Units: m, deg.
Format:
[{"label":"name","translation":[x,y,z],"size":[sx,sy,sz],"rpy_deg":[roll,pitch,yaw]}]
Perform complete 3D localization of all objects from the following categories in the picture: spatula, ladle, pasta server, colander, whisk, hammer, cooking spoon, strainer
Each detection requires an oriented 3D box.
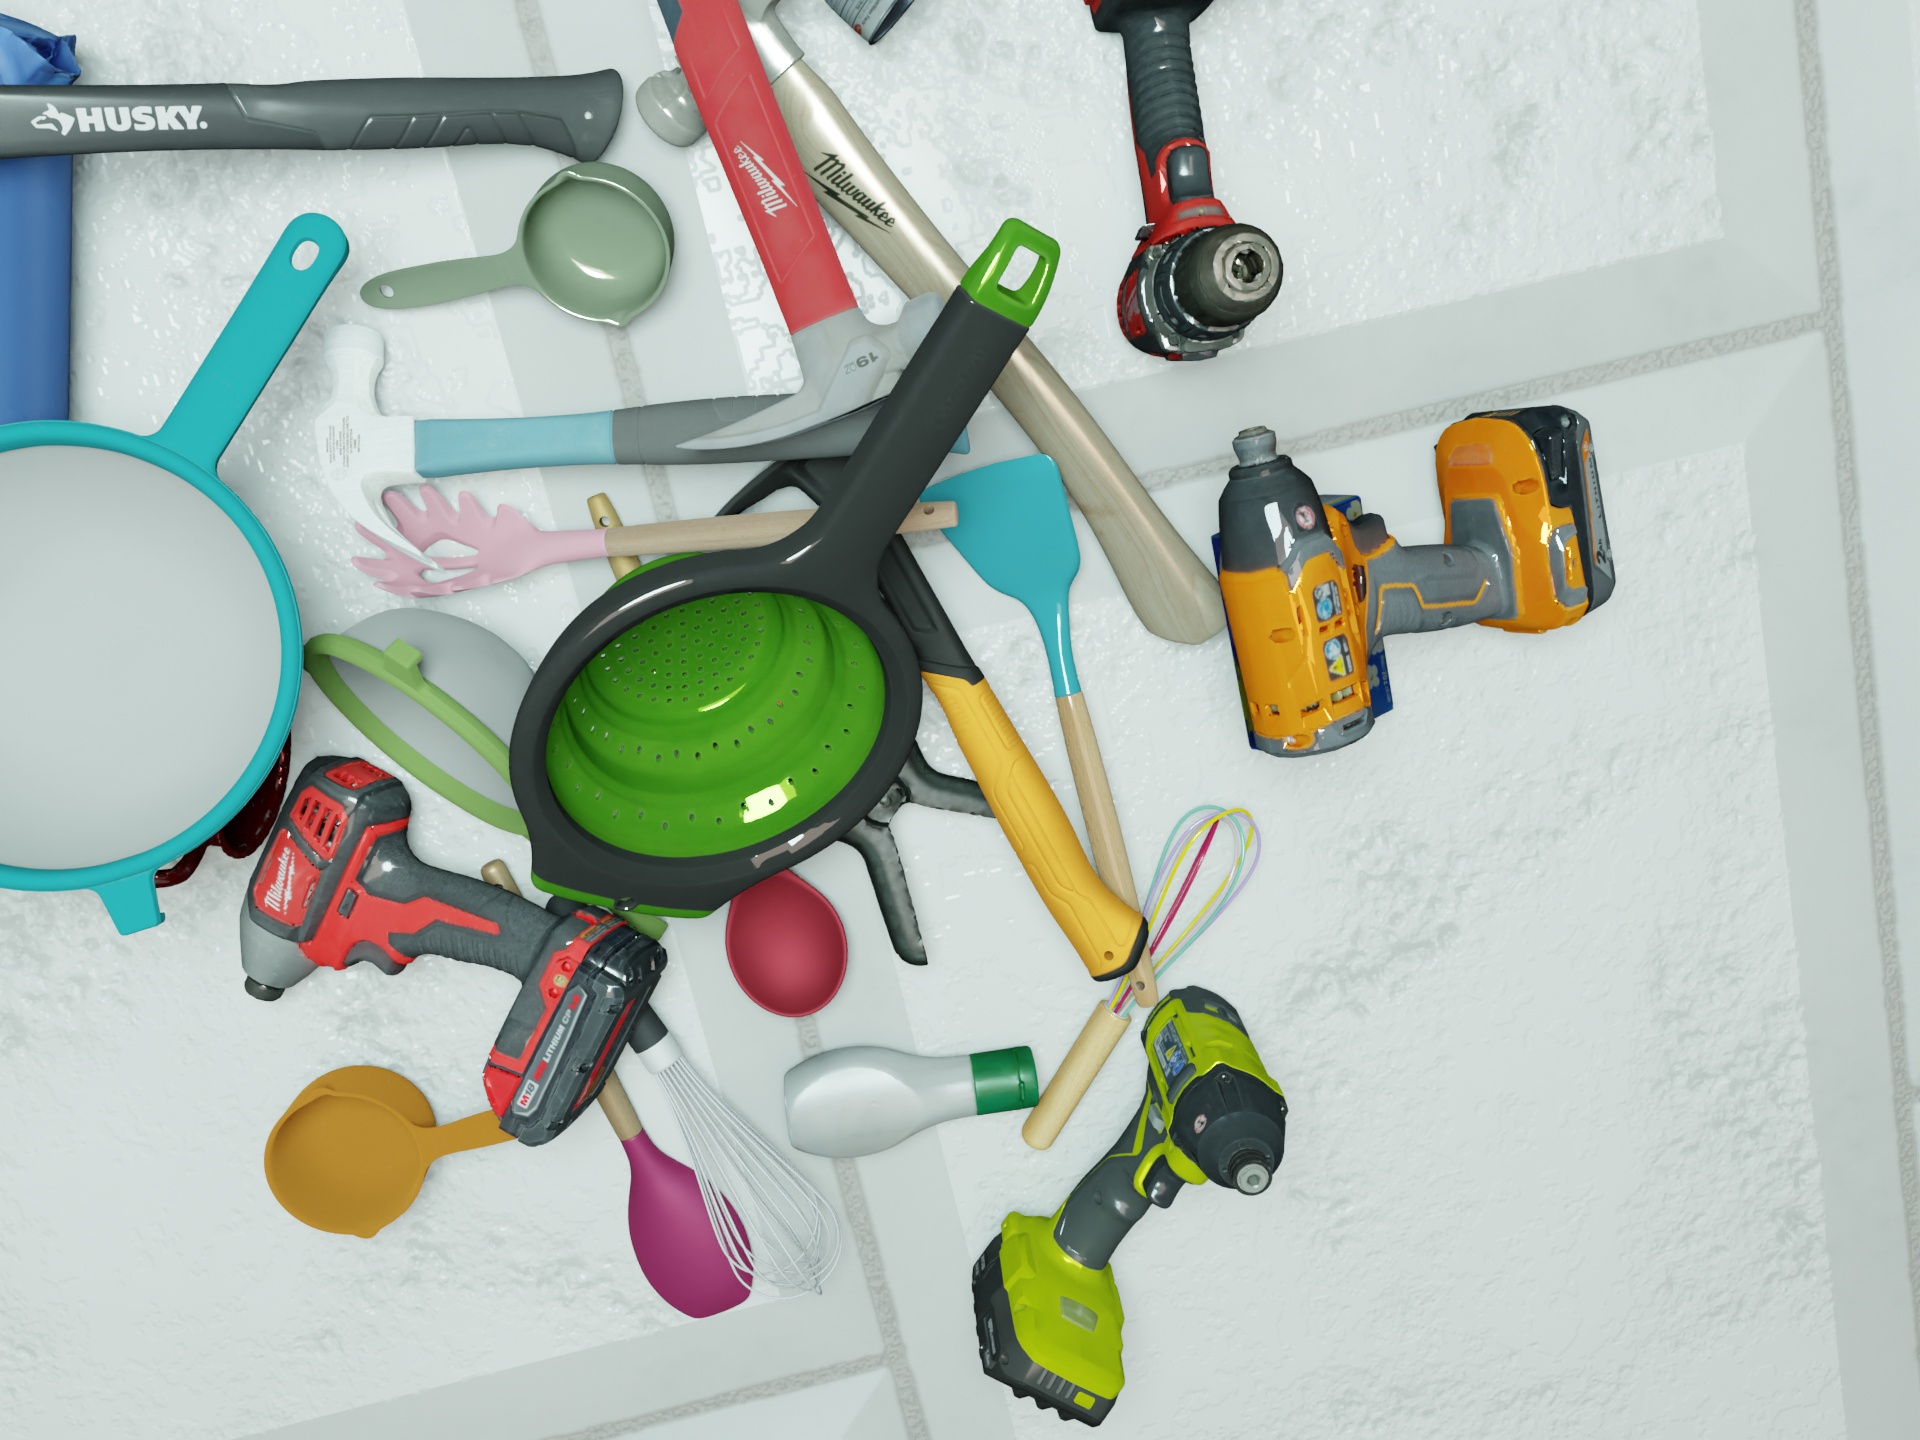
[{"label":"spatula","translation":[0.061,0.013,0.882],"size":[0.082,0.044,0.317],"rpy_deg":[-13,97,26]},{"label":"ladle","translation":[-0.142,0.022,0.892],"size":[0.069,0.031,0.315],"rpy_deg":[-22,102,-3]},{"label":"pasta server","translation":[-0.159,-0.097,0.826],"size":[0.316,0.040,0.060],"rpy_deg":[-3,72,8]},{"label":"colander","translation":[-0.085,-0.078,0.767],"size":[0.204,0.095,0.397],"rpy_deg":[17,119,-37]},{"label":"whisk","translation":[-0.157,0.219,0.922],"size":[0.070,0.070,0.284],"rpy_deg":[-31,99,3]},{"label":"hammer","translation":[-0.319,-0.284,0.733],"size":[0.334,0.035,0.146],"rpy_deg":[-13,117,-27]},{"label":"hammer","translation":[0.019,-0.204,0.824],"size":[0.146,0.038,0.410],"rpy_deg":[-30,110,34]},{"label":"hammer","translation":[-0.133,-0.320,0.732],"size":[0.143,0.038,0.386],"rpy_deg":[-20,98,13]},{"label":"hammer","translation":[-0.001,-0.003,0.862],"size":[0.127,0.034,0.337],"rpy_deg":[-29,96,11]},{"label":"cooking spoon","translation":[-0.206,0.222,0.937],"size":[0.069,0.017,0.318],"rpy_deg":[-22,104,2]},{"label":"hammer","translation":[-0.161,-0.146,0.806],"size":[0.331,0.033,0.128],"rpy_deg":[-3,80,2]},{"label":"strainer","translation":[-0.232,0.023,0.858],"size":[0.256,0.151,0.069],"rpy_deg":[50,62,-32]},{"label":"strainer","translation":[-0.380,-0.083,0.758],"size":[0.211,0.095,0.340],"rpy_deg":[29,83,-6]},{"label":"whisk","translation":[0.100,0.152,0.936],"size":[0.051,0.047,0.245],"rpy_deg":[34,104,16]}]

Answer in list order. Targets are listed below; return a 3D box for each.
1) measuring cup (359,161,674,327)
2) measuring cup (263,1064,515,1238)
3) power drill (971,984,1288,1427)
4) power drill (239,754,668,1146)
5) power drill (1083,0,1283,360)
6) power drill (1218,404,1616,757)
[{"label":"measuring cup","translation":[-0.227,-0.239,0.817],"size":[0.167,0.038,0.083],"rpy_deg":[-8,128,10]},{"label":"measuring cup","translation":[-0.305,0.233,0.914],"size":[0.173,0.052,0.095],"rpy_deg":[-13,104,-4]},{"label":"power drill","translation":[0.099,0.277,0.901],"size":[0.080,0.171,0.223],"rpy_deg":[30,102,-11]},{"label":"power drill","translation":[-0.285,0.128,0.863],"size":[0.219,0.078,0.143],"rpy_deg":[29,100,4]},{"label":"power drill","translation":[0.108,-0.288,0.762],"size":[0.080,0.188,0.226],"rpy_deg":[-7,100,-3]},{"label":"power drill","translation":[0.230,-0.094,0.828],"size":[0.226,0.084,0.164],"rpy_deg":[-23,106,-26]}]
